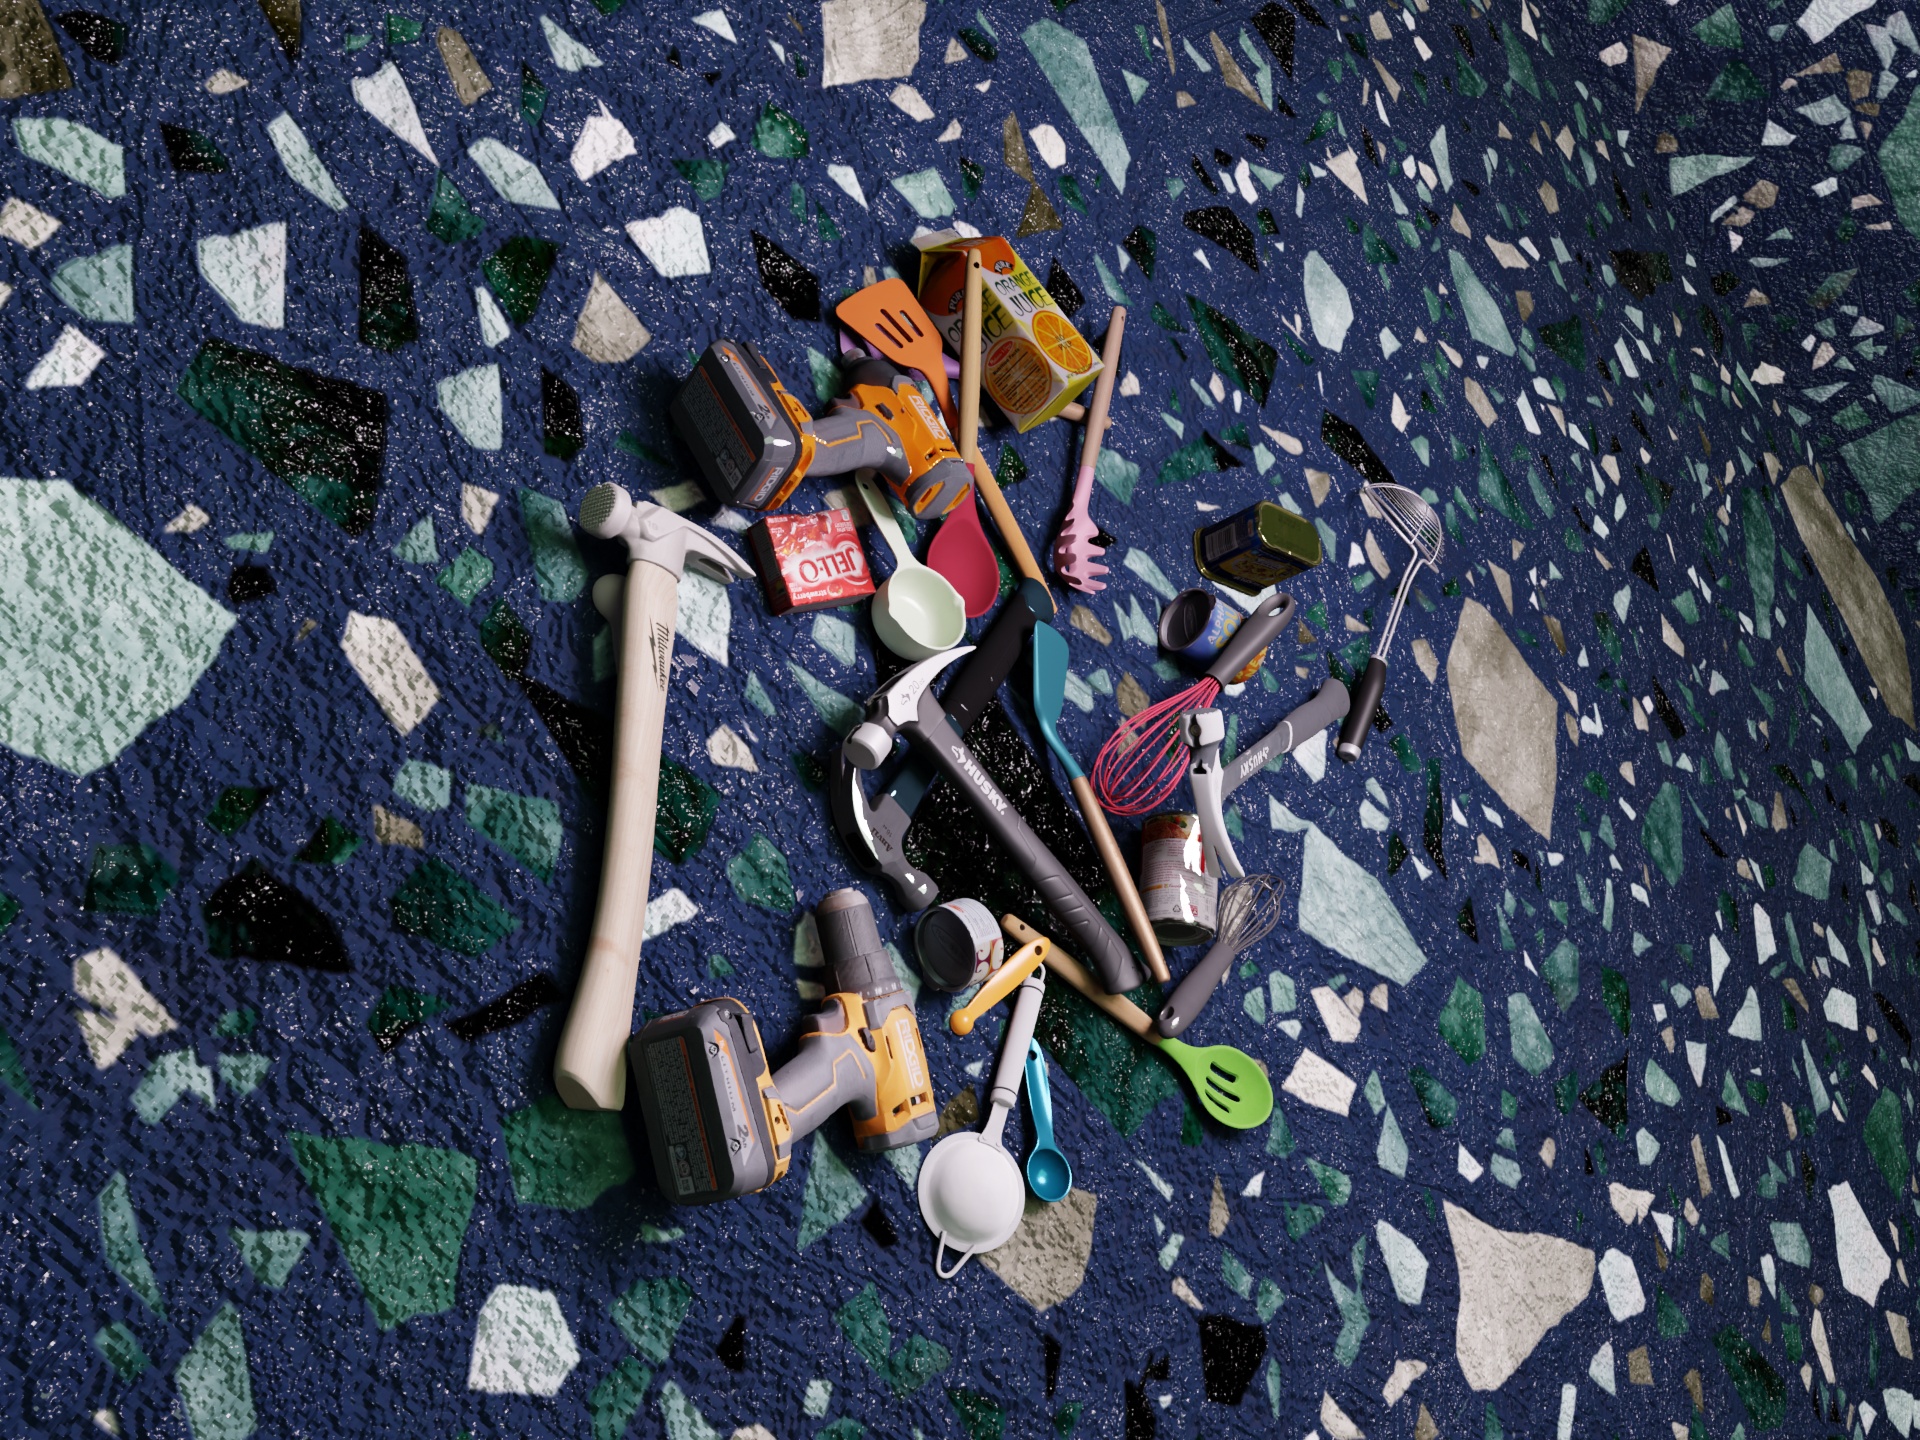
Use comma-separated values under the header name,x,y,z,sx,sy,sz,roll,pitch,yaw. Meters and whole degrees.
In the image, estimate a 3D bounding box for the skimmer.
name,x,y,z,sx,sy,sz,roll,pitch,yaw
skimmer,0.451,-0.109,1.741,0.127,0.090,0.363,38,62,-28

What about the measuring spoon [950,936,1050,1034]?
name,x,y,z,sx,sy,sz,roll,pitch,yaw
measuring spoon,0.034,0.206,1.245,0.117,0.011,0.021,-38,101,-34

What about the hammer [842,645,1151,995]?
name,x,y,z,sx,sy,sz,roll,pitch,yaw
hammer,0.048,0.091,1.256,0.334,0.035,0.146,51,48,-18

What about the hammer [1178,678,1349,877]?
name,x,y,z,sx,sy,sz,roll,pitch,yaw
hammer,0.296,0.025,1.479,0.409,0.036,0.149,-24,108,-59

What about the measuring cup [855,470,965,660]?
name,x,y,z,sx,sy,sz,roll,pitch,yaw
measuring cup,-0.056,-0.124,1.292,0.083,0.038,0.168,-14,74,-44

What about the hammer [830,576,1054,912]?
name,x,y,z,sx,sy,sz,roll,pitch,yaw
hammer,-0.002,-0.004,1.292,0.128,0.033,0.331,49,48,-18

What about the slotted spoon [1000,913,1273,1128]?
name,x,y,z,sx,sy,sz,roll,pitch,yaw
slotted spoon,0.148,0.250,1.332,0.313,0.031,0.070,39,51,-22

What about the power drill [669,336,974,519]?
name,x,y,z,sx,sy,sz,roll,pitch,yaw
power drill,-0.109,-0.236,1.245,0.226,0.084,0.164,-6,57,-47

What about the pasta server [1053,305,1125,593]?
name,x,y,z,sx,sy,sz,roll,pitch,yaw
pasta server,0.129,-0.258,1.484,0.060,0.040,0.316,38,56,-46

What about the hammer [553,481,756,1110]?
name,x,y,z,sx,sy,sz,roll,pitch,yaw
hammer,-0.213,0.052,1.069,0.146,0.038,0.411,27,59,-50

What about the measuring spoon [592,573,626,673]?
name,x,y,z,sx,sy,sz,roll,pitch,yaw
measuring spoon,-0.230,-0.045,1.113,0.034,0.018,0.124,-6,78,-43

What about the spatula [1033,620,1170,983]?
name,x,y,z,sx,sy,sz,roll,pitch,yaw
spatula,0.116,0.067,1.328,0.082,0.044,0.318,28,37,-64

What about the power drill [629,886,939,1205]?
name,x,y,z,sx,sy,sz,roll,pitch,yaw
power drill,-0.111,0.213,1.066,0.226,0.084,0.185,-3,76,-54

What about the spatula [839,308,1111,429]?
name,x,y,z,sx,sy,sz,roll,pitch,yaw
spatula,0.020,-0.311,1.440,0.315,0.018,0.060,11,69,-38

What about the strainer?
name,x,y,z,sx,sy,sz,roll,pitch,yaw
strainer,0.030,0.292,1.203,0.086,0.050,0.259,29,52,-13

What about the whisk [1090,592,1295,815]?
name,x,y,z,sx,sy,sz,roll,pitch,yaw
whisk,0.215,-0.022,1.430,0.296,0.073,0.073,-45,106,-26

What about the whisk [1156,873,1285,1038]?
name,x,y,z,sx,sy,sz,roll,pitch,yaw
whisk,0.226,0.203,1.393,0.055,0.055,0.239,58,42,-8

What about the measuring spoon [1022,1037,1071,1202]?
name,x,y,z,sx,sy,sz,roll,pitch,yaw
measuring spoon,0.058,0.311,1.239,0.042,0.021,0.129,12,57,-32

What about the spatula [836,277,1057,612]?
name,x,y,z,sx,sy,sz,roll,pitch,yaw
spatula,0.002,-0.232,1.381,0.081,0.041,0.322,-38,107,-34

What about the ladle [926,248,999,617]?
name,x,y,z,sx,sy,sz,roll,pitch,yaw
ladle,0.005,-0.242,1.344,0.069,0.031,0.315,4,87,-29
